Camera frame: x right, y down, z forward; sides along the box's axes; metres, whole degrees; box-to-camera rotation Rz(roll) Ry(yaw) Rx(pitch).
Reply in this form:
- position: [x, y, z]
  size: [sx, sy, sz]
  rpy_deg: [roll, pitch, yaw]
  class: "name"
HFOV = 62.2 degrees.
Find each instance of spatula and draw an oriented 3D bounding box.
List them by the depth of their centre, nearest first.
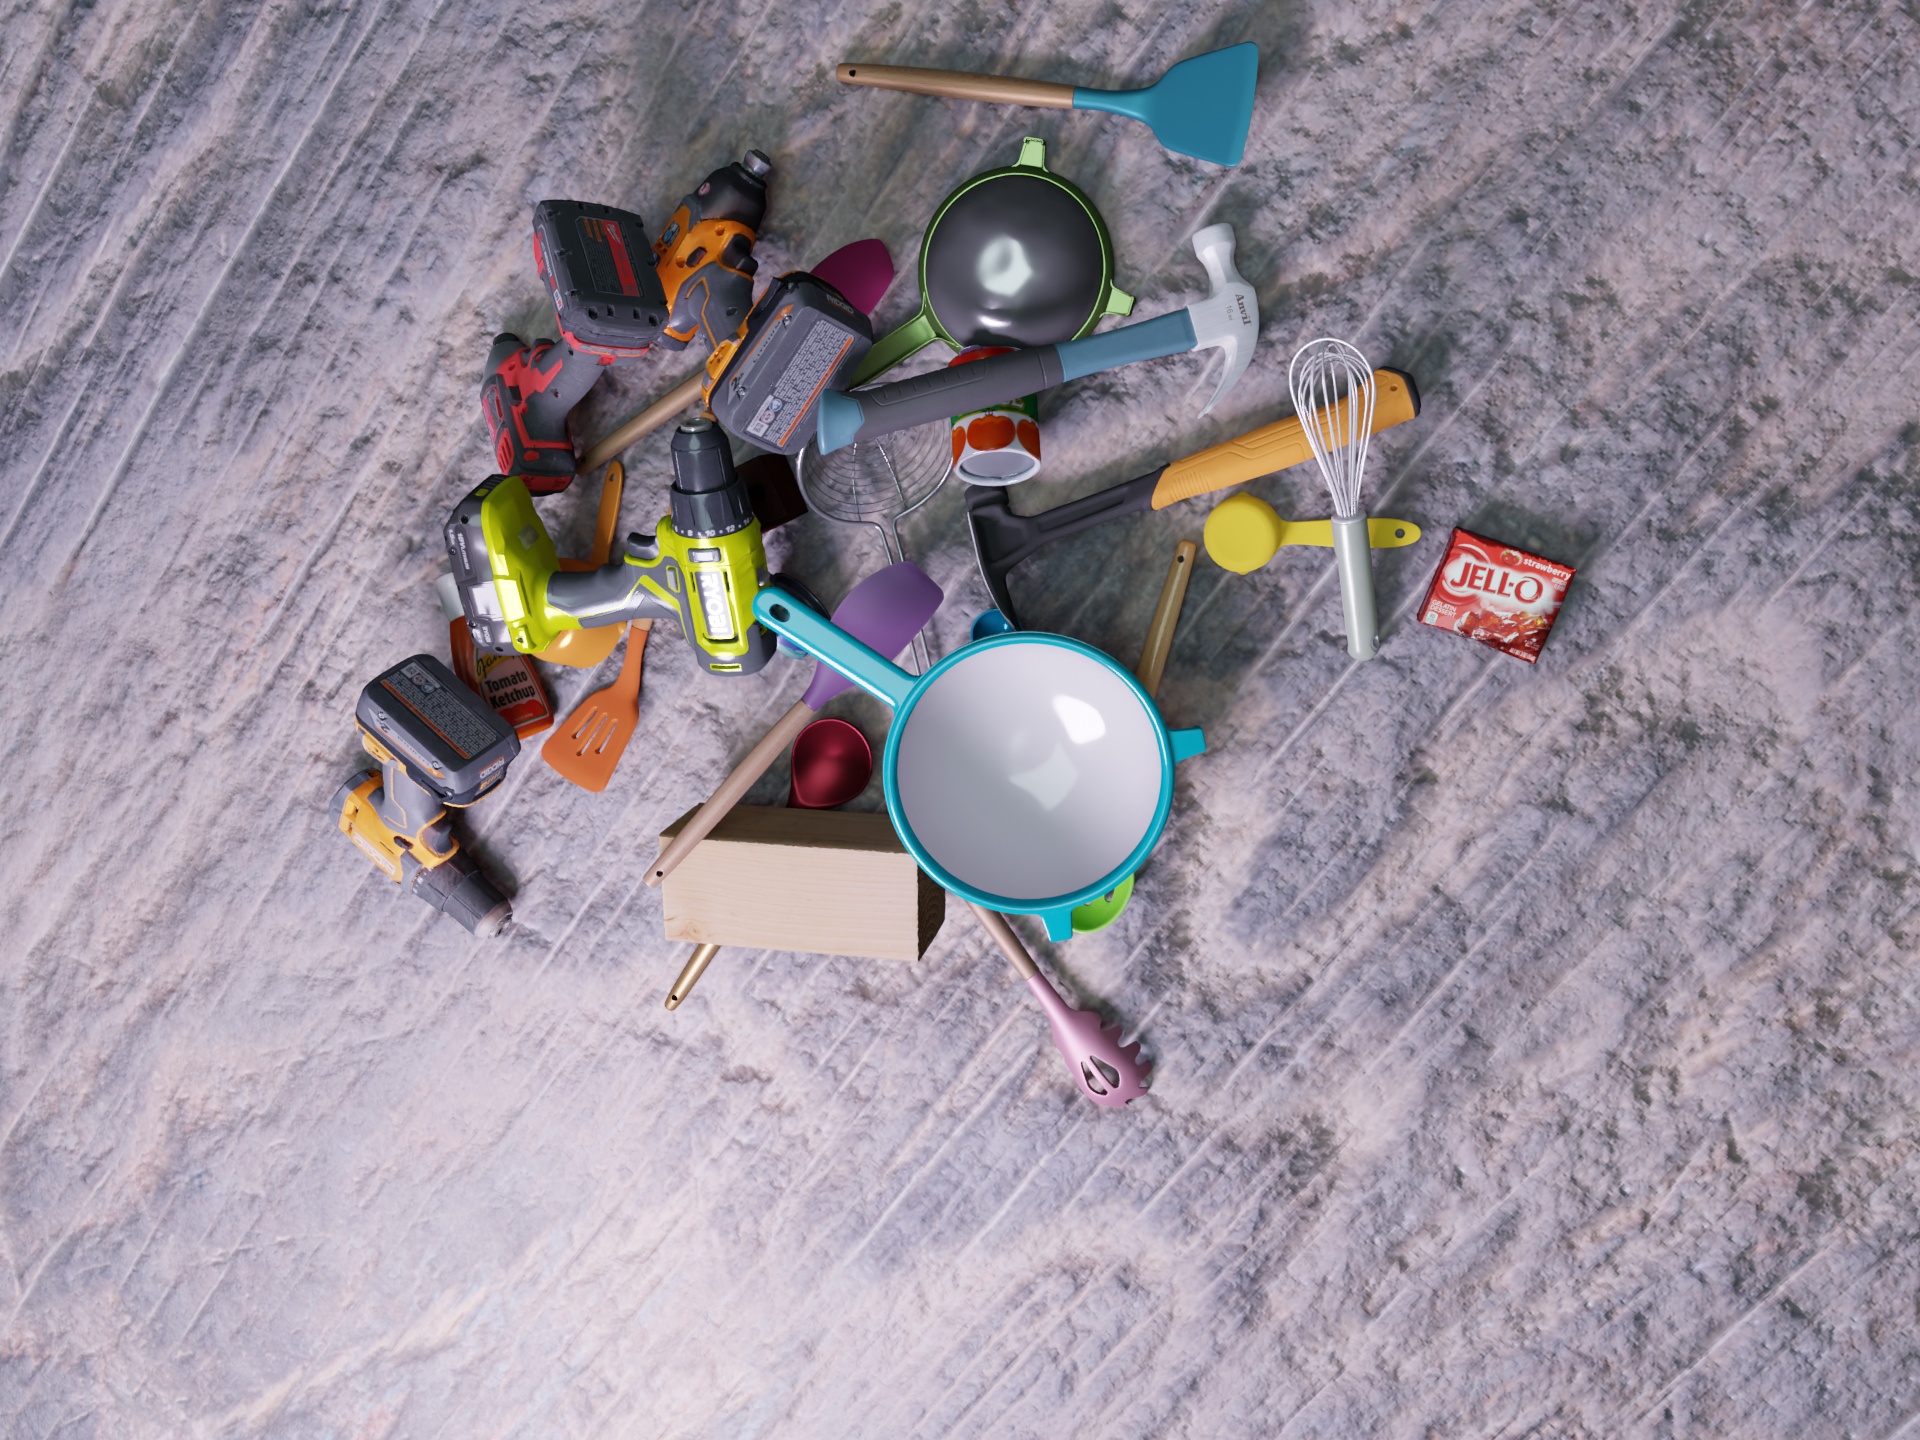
- position: [0.056, -0.457, 1.151]
  size: [0.317, 0.044, 0.082]
  rpy_deg: [11, 106, 14]
  class: "spatula"
- position: [-0.133, 0.006, 1.198]
  size: [0.059, 0.018, 0.316]
  rpy_deg: [41, 94, -15]
  class: "spatula"
- position: [-0.260, -0.099, 1.298]
  size: [0.081, 0.041, 0.322]
  rpy_deg: [28, 105, 31]
  class: "spatula"

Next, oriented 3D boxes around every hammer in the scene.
- position: [0.055, -0.250, 1.123]
  size: [0.331, 0.033, 0.128]
  rpy_deg: [-16, 90, -8]
  class: "hammer"
- position: [0.169, -0.172, 1.158]
  size: [0.337, 0.034, 0.127]
  rpy_deg: [-19, 64, 13]
  class: "hammer"

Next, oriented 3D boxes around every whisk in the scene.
- position: [0.271, -0.151, 1.116]
  size: [0.059, 0.058, 0.246]
  rpy_deg: [4, 123, 31]
  class: "whisk"

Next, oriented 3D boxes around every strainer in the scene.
- position: [-0.010, -0.308, 1.181]
  size: [0.256, 0.069, 0.151]
  rpy_deg: [-30, 91, 16]
  class: "strainer"
- position: [-0.002, -0.004, 1.185]
  size: [0.340, 0.095, 0.211]
  rpy_deg: [33, 102, -2]
  class: "strainer"

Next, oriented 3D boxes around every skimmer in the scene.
- position: [-0.032, -0.074, 1.217]
  size: [0.127, 0.090, 0.363]
  rpy_deg: [-16, 98, -12]
  class: "skimmer"

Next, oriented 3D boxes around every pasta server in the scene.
- position: [0.043, 0.181, 1.278]
  size: [0.060, 0.040, 0.316]
  rpy_deg: [-38, 85, 18]
  class: "pasta server"

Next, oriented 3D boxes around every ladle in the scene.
- position: [-0.166, 0.124, 1.321]
  size: [0.069, 0.031, 0.315]
  rpy_deg: [36, 108, 5]
  class: "ladle"

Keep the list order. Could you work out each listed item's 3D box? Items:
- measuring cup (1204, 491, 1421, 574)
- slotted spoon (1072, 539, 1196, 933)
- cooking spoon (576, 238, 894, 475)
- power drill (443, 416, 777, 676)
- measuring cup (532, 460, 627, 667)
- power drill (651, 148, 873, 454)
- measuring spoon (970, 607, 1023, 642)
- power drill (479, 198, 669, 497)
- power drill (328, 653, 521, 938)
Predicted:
- position: [0.255, -0.136, 1.161]
  size: [0.156, 0.029, 0.062]
  rpy_deg: [2, 100, 17]
  class: "measuring cup"
- position: [0.132, 0.014, 1.223]
  size: [0.070, 0.031, 0.313]
  rpy_deg: [19, 102, 21]
  class: "slotted spoon"
- position: [-0.185, -0.278, 1.253]
  size: [0.319, 0.017, 0.069]
  rpy_deg: [-29, 68, 20]
  class: "cooking spoon"
- position: [-0.255, -0.127, 1.178]
  size: [0.228, 0.080, 0.190]
  rpy_deg: [0, 120, 12]
  class: "power drill"
- position: [-0.312, -0.130, 1.291]
  size: [0.095, 0.052, 0.173]
  rpy_deg: [16, 96, 34]
  class: "measuring cup"
- position: [-0.157, -0.316, 1.171]
  size: [0.164, 0.084, 0.227]
  rpy_deg: [-53, 49, 17]
  class: "power drill"
- position: [0.058, -0.036, 1.242]
  size: [0.042, 0.021, 0.128]
  rpy_deg: [-40, 97, 17]
  class: "measuring spoon"
- position: [-0.310, -0.287, 1.220]
  size: [0.219, 0.078, 0.143]
  rpy_deg: [-43, 59, 46]
  class: "power drill"
- position: [-0.432, 0.074, 1.320]
  size: [0.185, 0.084, 0.226]
  rpy_deg: [41, 136, 6]
  class: "power drill"
